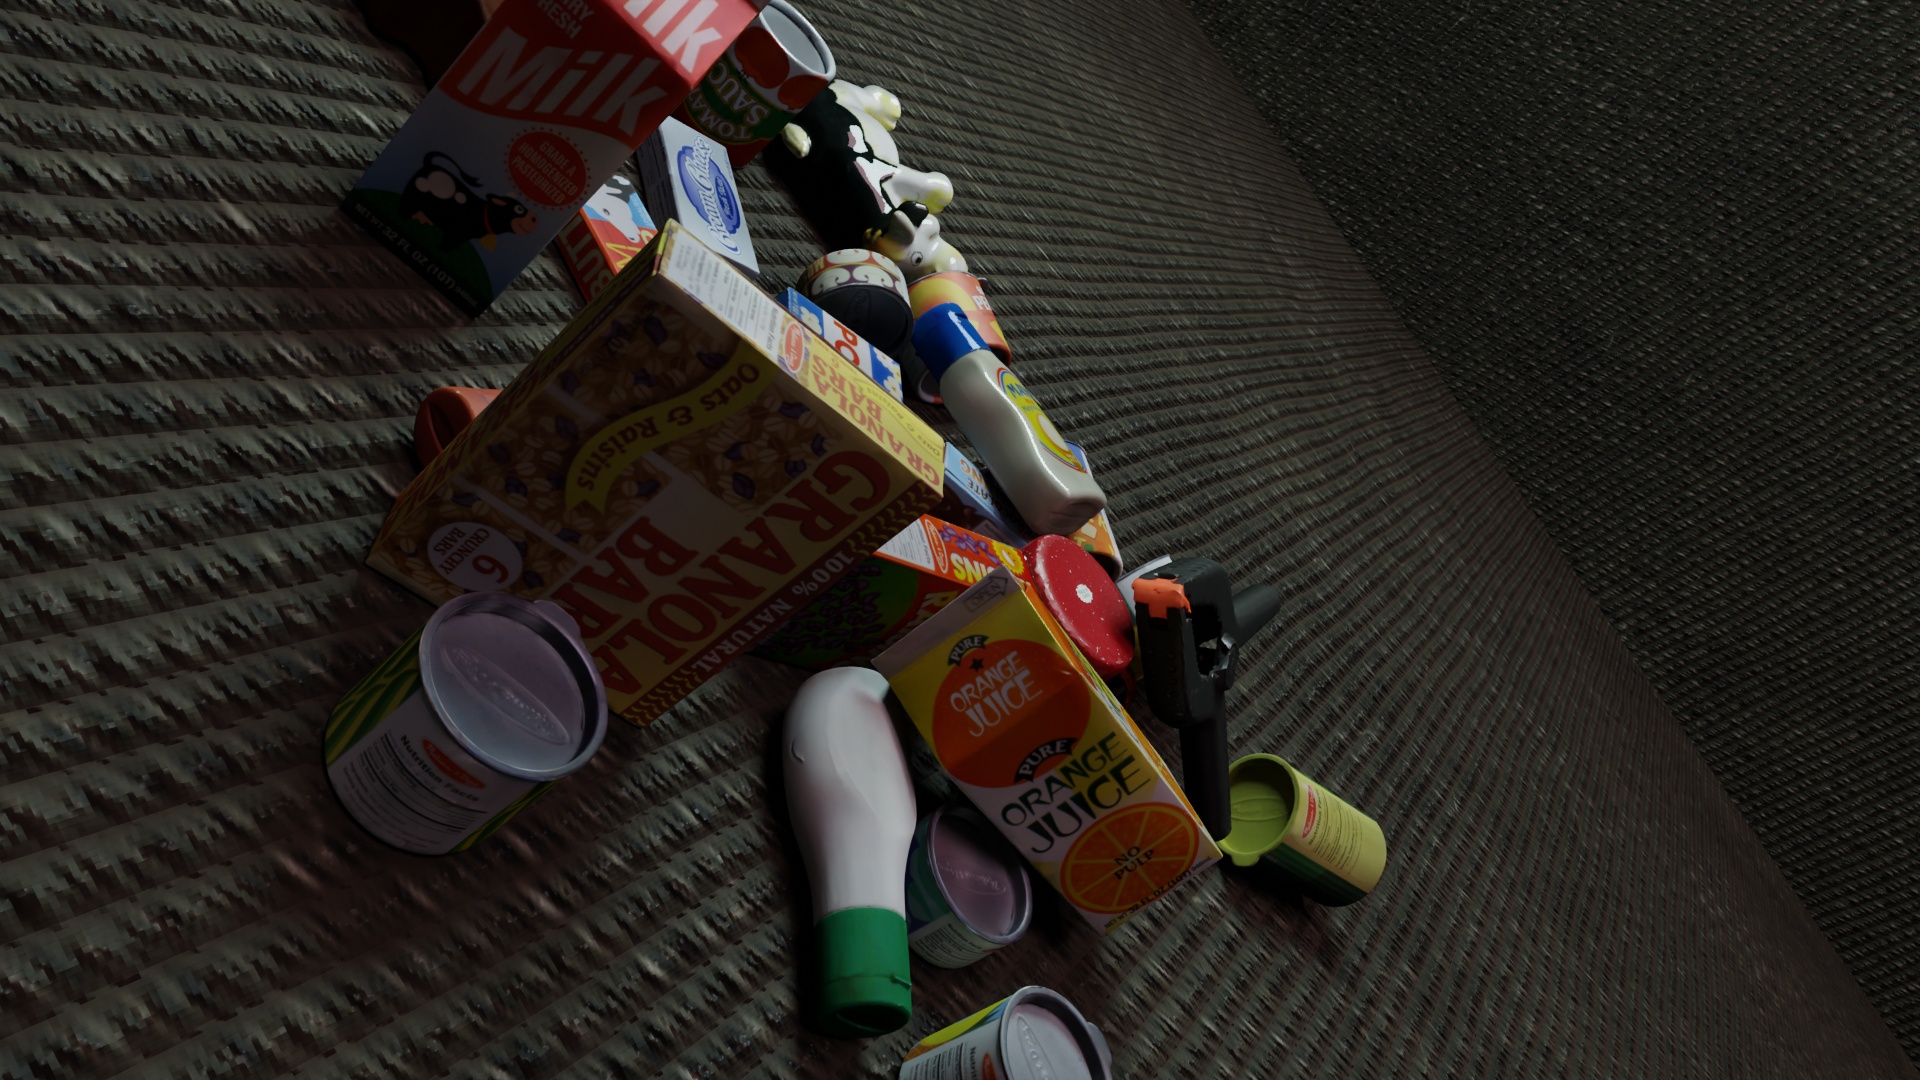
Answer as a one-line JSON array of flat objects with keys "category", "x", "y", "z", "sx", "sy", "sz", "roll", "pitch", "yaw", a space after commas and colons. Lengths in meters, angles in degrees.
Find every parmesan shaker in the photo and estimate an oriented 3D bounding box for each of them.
[{"category": "parmesan shaker", "x": 0.209, "y": 0.185, "z": 0.864, "sx": 0.103, "sy": 0.071, "sz": 0.072, "roll": 34, "pitch": 34, "yaw": -35}]

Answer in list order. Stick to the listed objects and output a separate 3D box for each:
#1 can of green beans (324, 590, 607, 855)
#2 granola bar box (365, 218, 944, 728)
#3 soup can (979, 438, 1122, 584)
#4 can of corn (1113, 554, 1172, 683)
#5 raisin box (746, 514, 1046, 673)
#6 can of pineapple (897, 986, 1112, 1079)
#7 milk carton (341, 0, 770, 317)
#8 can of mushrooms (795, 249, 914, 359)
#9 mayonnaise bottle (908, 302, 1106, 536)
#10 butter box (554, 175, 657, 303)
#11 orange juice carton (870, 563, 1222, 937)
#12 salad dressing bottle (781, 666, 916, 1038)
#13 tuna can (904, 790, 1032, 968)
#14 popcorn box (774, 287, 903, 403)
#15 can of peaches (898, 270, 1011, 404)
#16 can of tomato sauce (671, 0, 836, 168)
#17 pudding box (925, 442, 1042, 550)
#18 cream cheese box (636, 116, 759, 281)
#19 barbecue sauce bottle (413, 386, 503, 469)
[{"category": "can of green beans", "x": -0.157, "y": 0.059, "z": 0.442, "sx": 0.071, "sy": 0.057, "sz": 0.071, "roll": 38, "pitch": 32, "yaw": -28}, {"category": "granola bar box", "x": -0.106, "y": -0.015, "z": 0.488, "sx": 0.124, "sy": 0.165, "sz": 0.039, "roll": 38, "pitch": 30, "yaw": -28}, {"category": "soup can", "x": 0.053, "y": -0.009, "z": 0.839, "sx": 0.071, "sy": 0.071, "sz": 0.084, "roll": 24, "pitch": 40, "yaw": -44}, {"category": "can of corn", "x": 0.116, "y": 0.051, "z": 0.870, "sx": 0.058, "sy": 0.071, "sz": 0.071, "roll": 60, "pitch": 28, "yaw": 10}, {"category": "raisin box", "x": -0.033, "y": 0.027, "z": 0.641, "sx": 0.123, "sy": 0.086, "sz": 0.040, "roll": 21, "pitch": 41, "yaw": -47}, {"category": "can of pineapple", "x": 0.019, "y": 0.215, "z": 0.538, "sx": 0.071, "sy": 0.057, "sz": 0.071, "roll": 38, "pitch": 32, "yaw": -29}, {"category": "milk carton", "x": -0.160, "y": -0.186, "z": 0.568, "sx": 0.072, "sy": 0.190, "sz": 0.074, "roll": 43, "pitch": 29, "yaw": -21}, {"category": "can of mushrooms", "x": -0.064, "y": -0.132, "z": 0.794, "sx": 0.071, "sy": 0.071, "sz": 0.033, "roll": 29, "pitch": 37, "yaw": -40}, {"category": "mayonnaise bottle", "x": 0.023, "y": -0.070, "z": 0.791, "sx": 0.148, "sy": 0.041, "sz": 0.065, "roll": 56, "pitch": 21, "yaw": 19}, {"category": "butter box", "x": -0.165, "y": -0.135, "z": 0.682, "sx": 0.053, "sy": 0.024, "sz": 0.103, "roll": -9, "pitch": 66, "yaw": -60}, {"category": "orange juice carton", "x": 0.038, "y": 0.091, "z": 0.632, "sx": 0.192, "sy": 0.072, "sz": 0.073, "roll": 52, "pitch": 5, "yaw": -35}, {"category": "salad dressing bottle", "x": -0.043, "y": 0.123, "z": 0.563, "sx": 0.064, "sy": 0.044, "sz": 0.148, "roll": 41, "pitch": 30, "yaw": -41}, {"category": "tuna can", "x": -0.003, "y": 0.148, "z": 0.608, "sx": 0.071, "sy": 0.032, "sz": 0.071, "roll": 38, "pitch": 32, "yaw": -29}, {"category": "popcorn box", "x": -0.071, "y": -0.065, "z": 0.735, "sx": 0.085, "sy": 0.038, "sz": 0.127, "roll": 33, "pitch": 34, "yaw": -35}, {"category": "can of peaches", "x": -0.006, "y": -0.127, "z": 0.872, "sx": 0.071, "sy": 0.071, "sz": 0.058, "roll": 11, "pitch": 51, "yaw": -53}, {"category": "can of tomato sauce", "x": -0.127, "y": -0.277, "z": 0.838, "sx": 0.071, "sy": 0.083, "sz": 0.071, "roll": 38, "pitch": 31, "yaw": -28}, {"category": "pudding box", "x": 0.003, "y": -0.010, "z": 0.775, "sx": 0.083, "sy": 0.049, "sz": 0.030, "roll": 41, "pitch": 29, "yaw": -24}, {"category": "cream cheese box", "x": -0.147, "y": -0.187, "z": 0.769, "sx": 0.053, "sy": 0.024, "sz": 0.104, "roll": 19, "pitch": 43, "yaw": -46}, {"category": "barbecue sauce bottle", "x": -0.153, "y": -0.043, "z": 0.577, "sx": 0.149, "sy": 0.043, "sz": 0.065, "roll": -6, "pitch": 65, "yaw": -59}]
